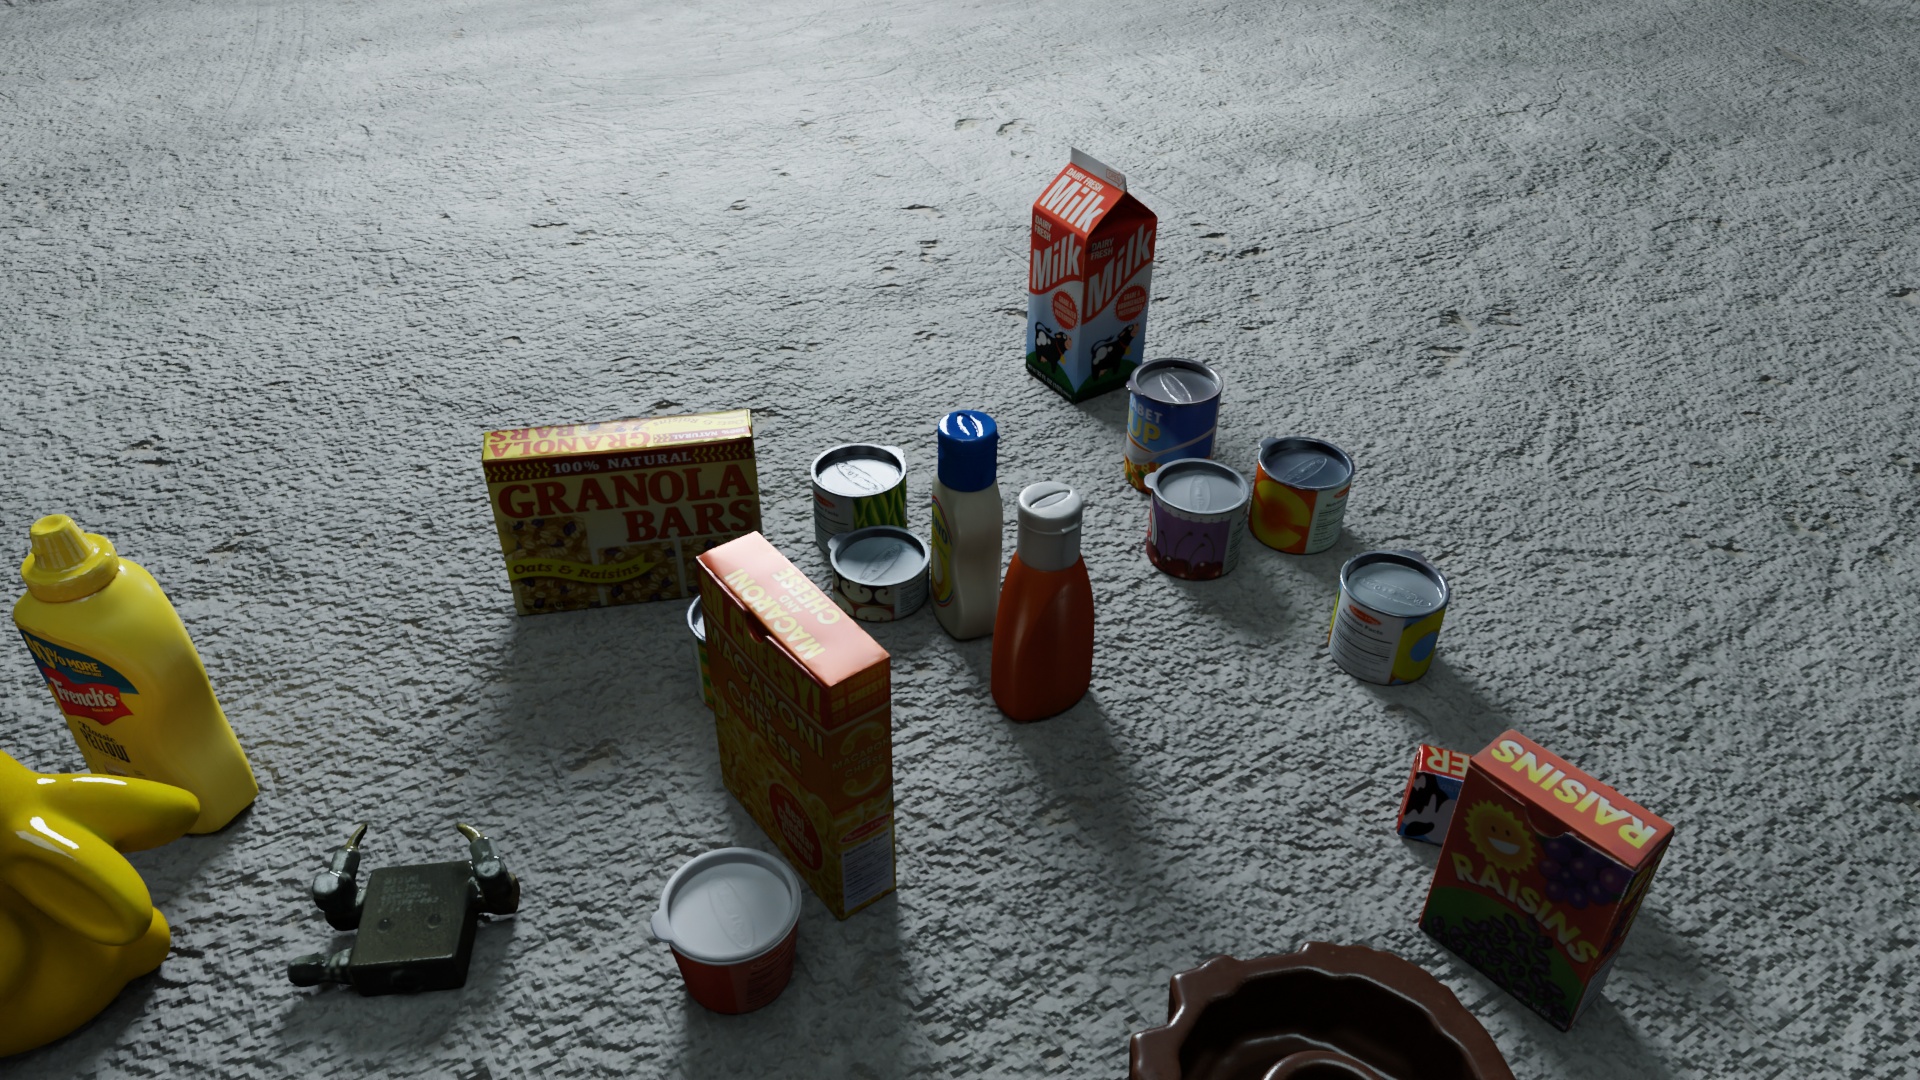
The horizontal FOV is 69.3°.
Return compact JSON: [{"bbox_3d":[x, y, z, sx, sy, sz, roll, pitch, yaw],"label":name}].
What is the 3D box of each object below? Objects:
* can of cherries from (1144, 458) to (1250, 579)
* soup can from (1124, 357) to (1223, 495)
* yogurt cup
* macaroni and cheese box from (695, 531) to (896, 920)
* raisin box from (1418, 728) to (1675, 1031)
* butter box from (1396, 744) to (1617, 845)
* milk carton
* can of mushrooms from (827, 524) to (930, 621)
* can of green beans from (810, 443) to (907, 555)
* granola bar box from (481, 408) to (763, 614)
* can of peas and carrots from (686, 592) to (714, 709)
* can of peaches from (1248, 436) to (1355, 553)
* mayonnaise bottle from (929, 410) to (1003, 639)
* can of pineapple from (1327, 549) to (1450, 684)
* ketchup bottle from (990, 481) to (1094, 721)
[{"bbox_3d":[0.160,-0.015,0.957,0.071,0.058,0.072,0,37,0],"label":"can of cherries"},{"bbox_3d":[0.153,-0.083,1.025,0.071,0.083,0.072,0,37,0],"label":"soup can"},{"bbox_3d":[-0.111,0.193,0.680,0.072,0.053,0.073,0,37,0],"label":"yogurt cup"},{"bbox_3d":[-0.084,0.096,0.716,0.040,0.165,0.124,-25,44,-29],"label":"macaroni and cheese box"},{"bbox_3d":[0.277,0.163,0.668,0.040,0.122,0.086,-27,45,-31],"label":"raisin box"},{"bbox_3d":[0.294,0.146,0.749,0.103,0.052,0.024,11,38,14],"label":"butter box"},{"bbox_3d":[0.104,-0.213,1.109,0.074,0.189,0.072,-21,42,-26],"label":"milk carton"},{"bbox_3d":[-0.055,0.021,0.926,0.071,0.033,0.071,0,37,0],"label":"can of mushrooms"},{"bbox_3d":[-0.070,-0.026,0.968,0.071,0.057,0.071,0,37,0],"label":"can of green beans"},{"bbox_3d":[-0.213,-0.018,0.900,0.166,0.123,0.039,-6,37,-9],"label":"granola bar box"},{"bbox_3d":[-0.128,0.065,0.846,0.071,0.058,0.071,0,37,0],"label":"can of peas and carrots"},{"bbox_3d":[0.238,-0.033,0.982,0.071,0.057,0.071,0,37,0],"label":"can of peaches"},{"bbox_3d":[0.003,-0.011,0.875,0.041,0.147,0.065,-12,39,-15],"label":"mayonnaise bottle"},{"bbox_3d":[0.270,0.048,0.875,0.071,0.057,0.071,0,37,0],"label":"can of pineapple"},{"bbox_3d":[0.050,0.036,0.813,0.065,0.148,0.043,-22,43,-27],"label":"ketchup bottle"}]
